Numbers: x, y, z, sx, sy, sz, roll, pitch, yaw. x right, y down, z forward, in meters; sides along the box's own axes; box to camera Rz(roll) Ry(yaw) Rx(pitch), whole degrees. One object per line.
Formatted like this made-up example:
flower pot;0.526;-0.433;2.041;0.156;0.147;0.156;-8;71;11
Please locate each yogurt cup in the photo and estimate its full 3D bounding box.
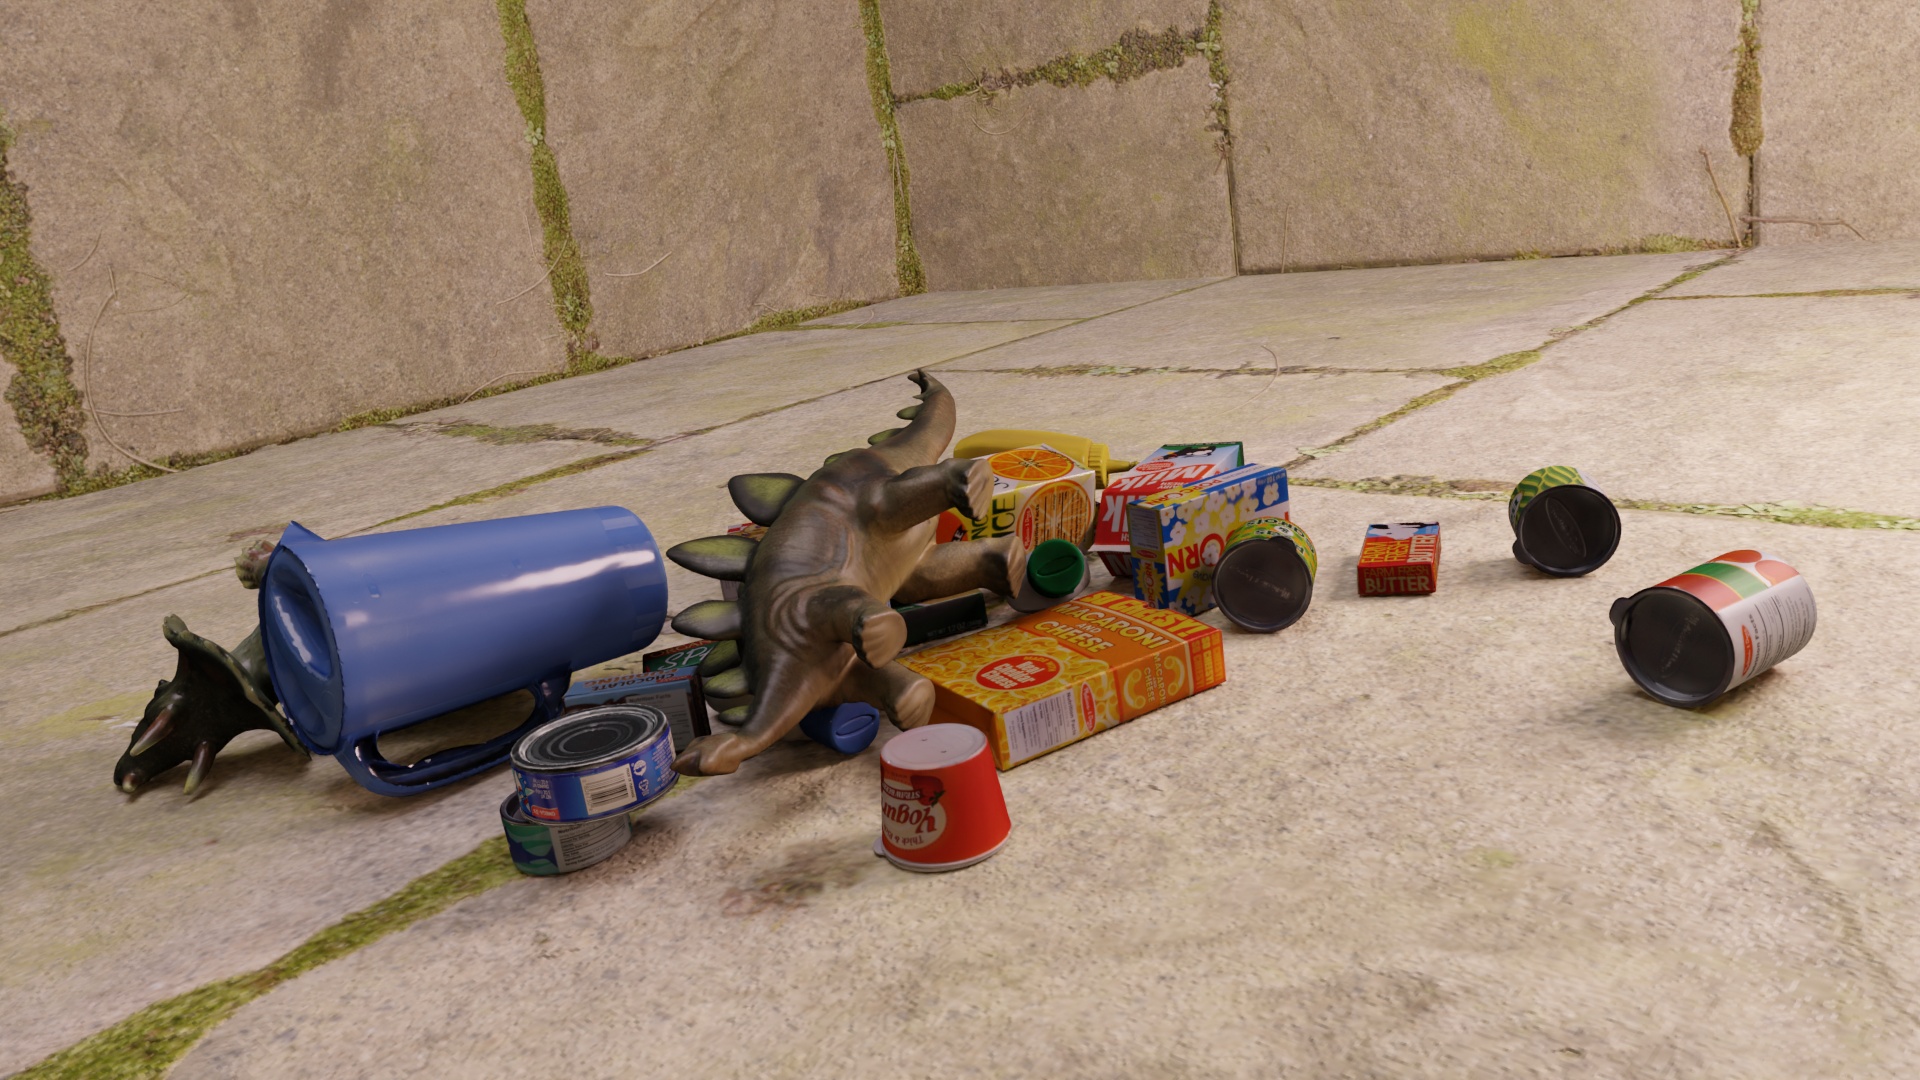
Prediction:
yogurt cup;-0.010;0.128;0.706;0.072;0.053;0.072;-7;15;2

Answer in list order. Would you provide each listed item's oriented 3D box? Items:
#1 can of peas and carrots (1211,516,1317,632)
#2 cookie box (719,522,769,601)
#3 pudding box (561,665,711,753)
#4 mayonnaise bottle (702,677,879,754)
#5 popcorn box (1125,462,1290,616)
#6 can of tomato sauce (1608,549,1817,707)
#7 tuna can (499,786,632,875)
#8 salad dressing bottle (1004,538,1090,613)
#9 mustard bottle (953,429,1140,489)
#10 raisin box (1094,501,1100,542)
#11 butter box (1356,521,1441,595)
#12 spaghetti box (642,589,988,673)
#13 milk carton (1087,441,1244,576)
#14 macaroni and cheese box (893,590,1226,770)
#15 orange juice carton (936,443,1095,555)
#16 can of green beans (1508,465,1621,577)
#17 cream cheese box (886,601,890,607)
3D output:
can of peas and carrots;0.209;0.020;0.945;0.071;0.070;0.059;-3;15;19
cookie box;-0.126;0.006;1.234;0.167;0.040;0.123;-9;15;-3
pudding box;-0.204;0.111;0.880;0.084;0.049;0.030;-9;13;0
mayonnaise bottle;-0.106;0.100;0.883;0.065;0.041;0.148;-20;19;-34
popcorn box;0.183;0.000;1.004;0.127;0.085;0.038;-17;18;-30
can of tomato sauce;0.408;0.045;0.753;0.083;0.071;0.071;-17;17;-30
tuna can;-0.218;0.154;0.765;0.071;0.032;0.071;-8;15;2
salad dressing bottle;0.062;0.024;0.967;0.064;0.044;0.147;-21;-5;-3
mustard bottle;0.076;-0.062;1.184;0.160;0.065;0.049;1;21;16
raisin box;0.050;-0.004;1.178;0.124;0.040;0.086;-19;18;-36
butter box;0.317;0.012;1.002;0.053;0.024;0.104;-3;16;22
spaghetti box;-0.104;0.072;1.005;0.251;0.028;0.050;-13;17;-18
milk carton;0.169;-0.021;1.109;0.072;0.073;0.191;0;18;29
macaroni and cheese box;0.061;0.081;0.863;0.167;0.040;0.124;-17;18;-28
orange juice carton;0.004;-0.013;1.046;0.193;0.072;0.072;-14;28;-28
can of green beans;0.418;-0.014;0.965;0.071;0.071;0.058;-4;15;16
cream cheese box;-0.102;0.037;0.973;0.104;0.053;0.024;-1;19;15
